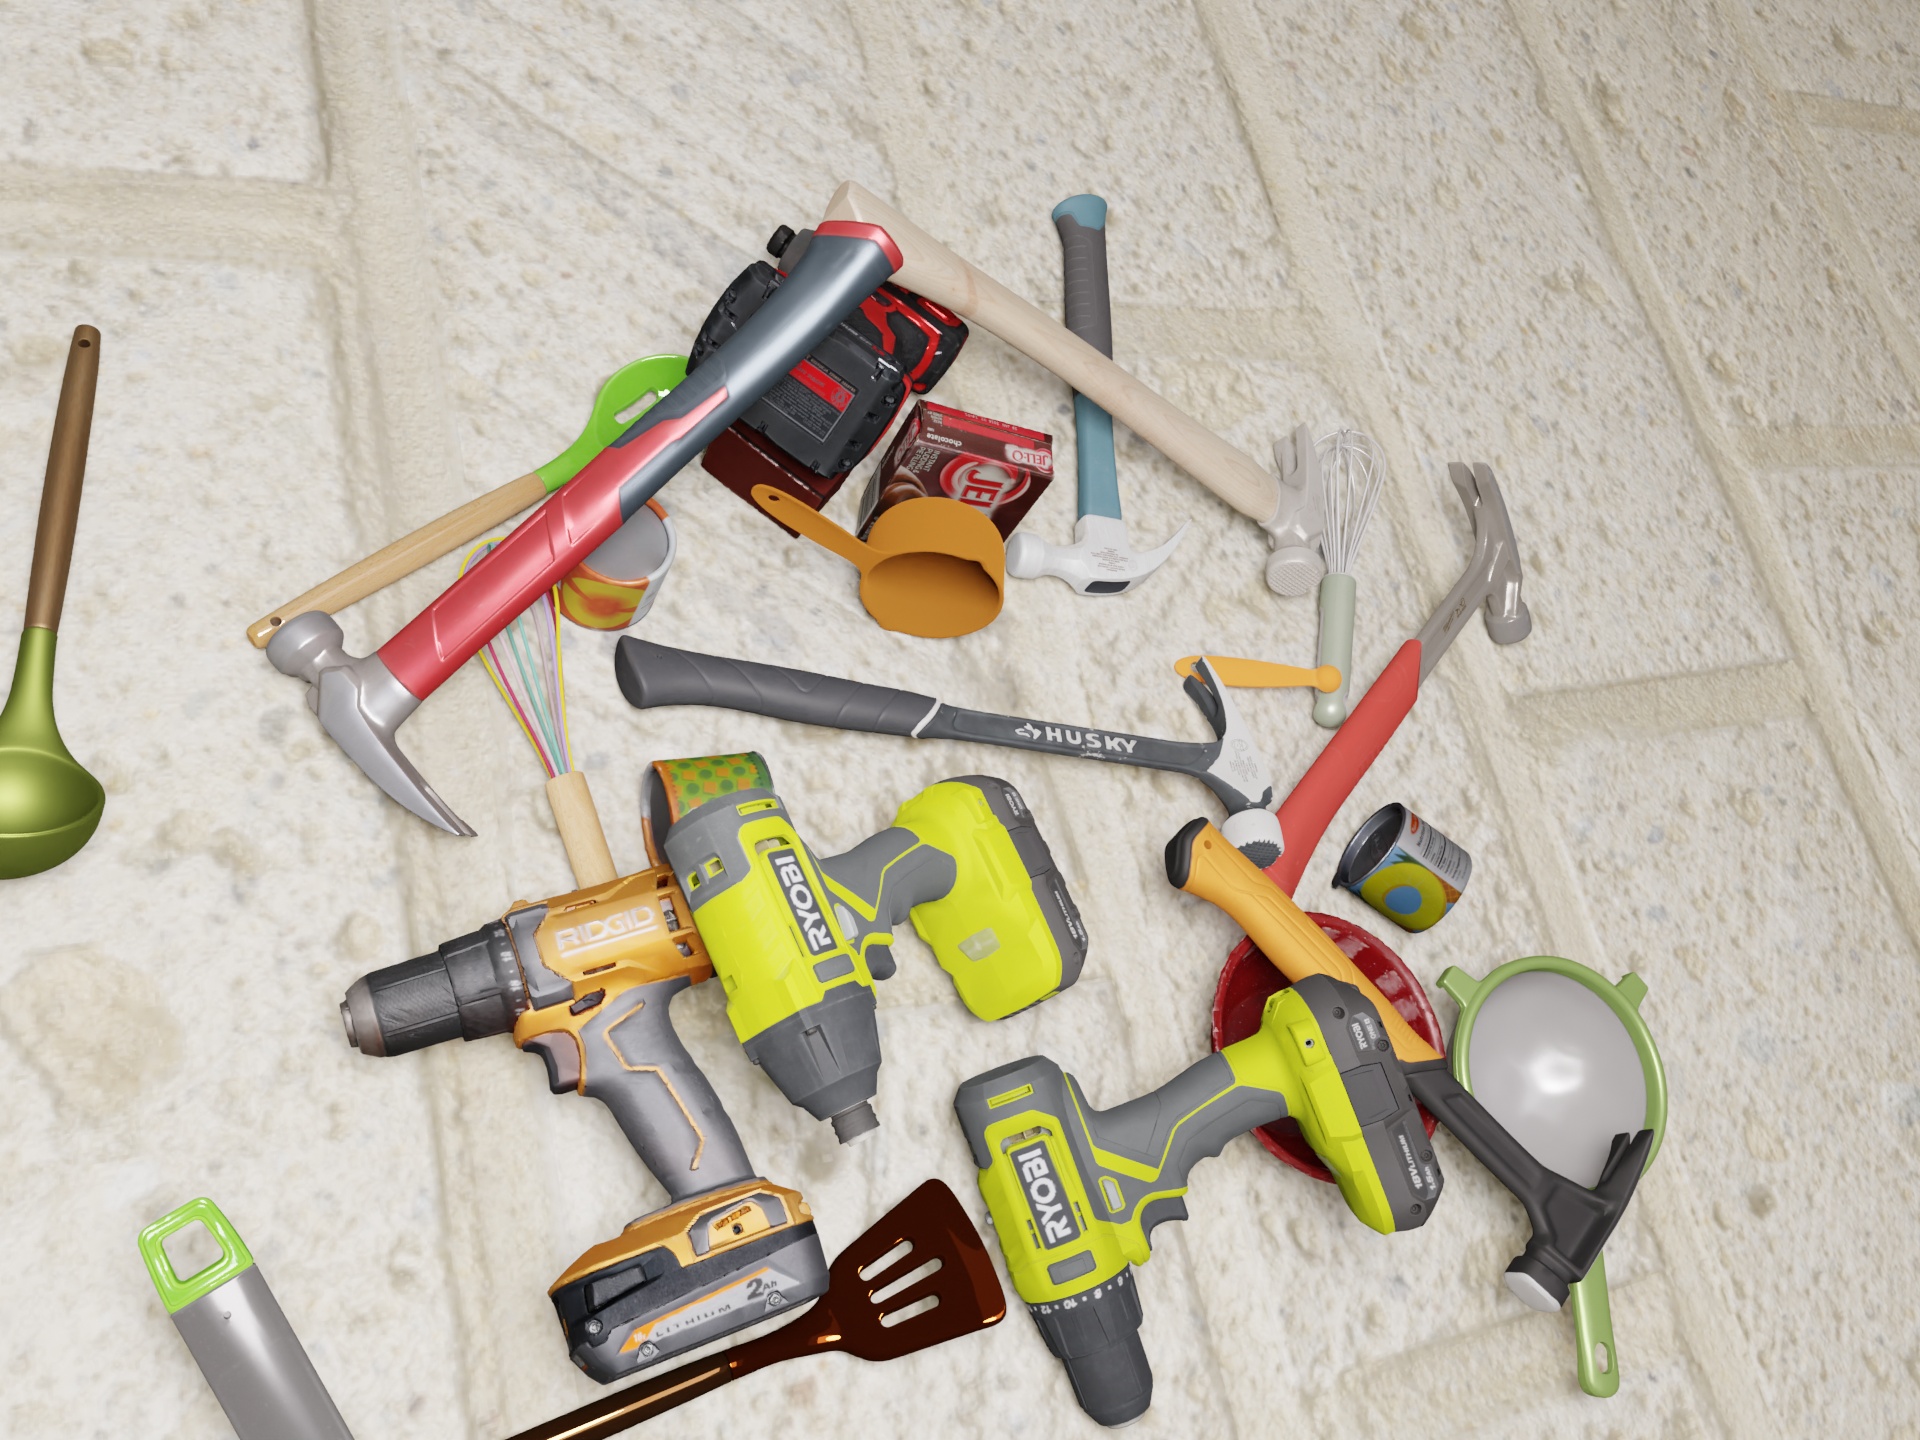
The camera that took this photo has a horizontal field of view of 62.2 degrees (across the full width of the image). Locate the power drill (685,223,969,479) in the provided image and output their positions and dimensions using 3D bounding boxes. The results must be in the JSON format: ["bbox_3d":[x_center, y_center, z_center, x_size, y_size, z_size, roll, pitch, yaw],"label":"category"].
[{"bbox_3d":[-0.079,-0.240,0.975,0.143,0.078,0.220,36,28,-7],"label":"power drill"}]

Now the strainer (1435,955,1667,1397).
[{"bbox_3d":[0.362,0.278,0.983,0.151,0.069,0.256,4,71,-17],"label":"strainer"}]

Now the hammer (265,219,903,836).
[{"bbox_3d":[-0.170,-0.112,0.831,0.386,0.038,0.143,-43,86,-3],"label":"hammer"}]

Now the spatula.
[{"bbox_3d":[-0.133,0.313,0.755,0.322,0.041,0.081,-14,57,-27],"label":"spatula"}]

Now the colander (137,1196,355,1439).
[{"bbox_3d":[-0.214,0.368,0.625,0.204,0.094,0.397,-30,90,-28],"label":"colander"}]

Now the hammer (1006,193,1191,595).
[{"bbox_3d":[0.091,-0.236,1.117,0.128,0.033,0.331,9,64,-20],"label":"hammer"}]

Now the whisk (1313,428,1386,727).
[{"bbox_3d":[0.269,-0.106,1.135,0.059,0.057,0.246,3,64,15],"label":"whisk"}]

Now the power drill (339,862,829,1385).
[{"bbox_3d":[-0.176,0.190,0.752,0.185,0.084,0.226,-14,69,-23],"label":"power drill"}]

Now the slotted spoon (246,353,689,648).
[{"bbox_3d":[-0.264,-0.125,0.908,0.314,0.031,0.070,-38,86,-31],"label":"slotted spoon"}]

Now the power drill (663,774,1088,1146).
[{"bbox_3d":[-0.035,0.112,0.819,0.223,0.080,0.171,-9,69,-54],"label":"power drill"}]

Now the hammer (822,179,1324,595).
[{"bbox_3d":[0.089,-0.233,1.046,0.410,0.038,0.146,28,49,-27],"label":"hammer"}]

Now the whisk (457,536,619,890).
[{"bbox_3d":[-0.217,0.010,0.858,0.047,0.051,0.245,-13,76,-35],"label":"whisk"}]

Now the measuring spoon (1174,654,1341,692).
[{"bbox_3d":[0.201,-0.033,1.069,0.117,0.011,0.021,4,70,-7],"label":"measuring spoon"}]

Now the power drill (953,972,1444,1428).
[{"bbox_3d":[0.129,0.248,0.845,0.228,0.080,0.190,-20,84,-3],"label":"power drill"}]

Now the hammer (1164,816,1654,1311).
[{"bbox_3d":[0.252,0.178,0.925,0.337,0.034,0.127,44,65,1],"label":"hammer"}]

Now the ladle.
[{"bbox_3d":[-0.450,-0.072,0.782,0.078,0.062,0.320,6,62,-25],"label":"ladle"}]

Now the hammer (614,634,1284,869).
[{"bbox_3d":[-0.002,-0.003,0.955,0.408,0.036,0.149,9,48,-17],"label":"hammer"}]

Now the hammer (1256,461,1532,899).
[{"bbox_3d":[0.285,-0.018,1.074,0.359,0.037,0.149,-47,125,-29],"label":"hammer"}]

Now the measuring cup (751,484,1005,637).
[{"bbox_3d":[-0.048,-0.113,0.949,0.173,0.095,0.052,28,50,-29],"label":"measuring cup"}]
